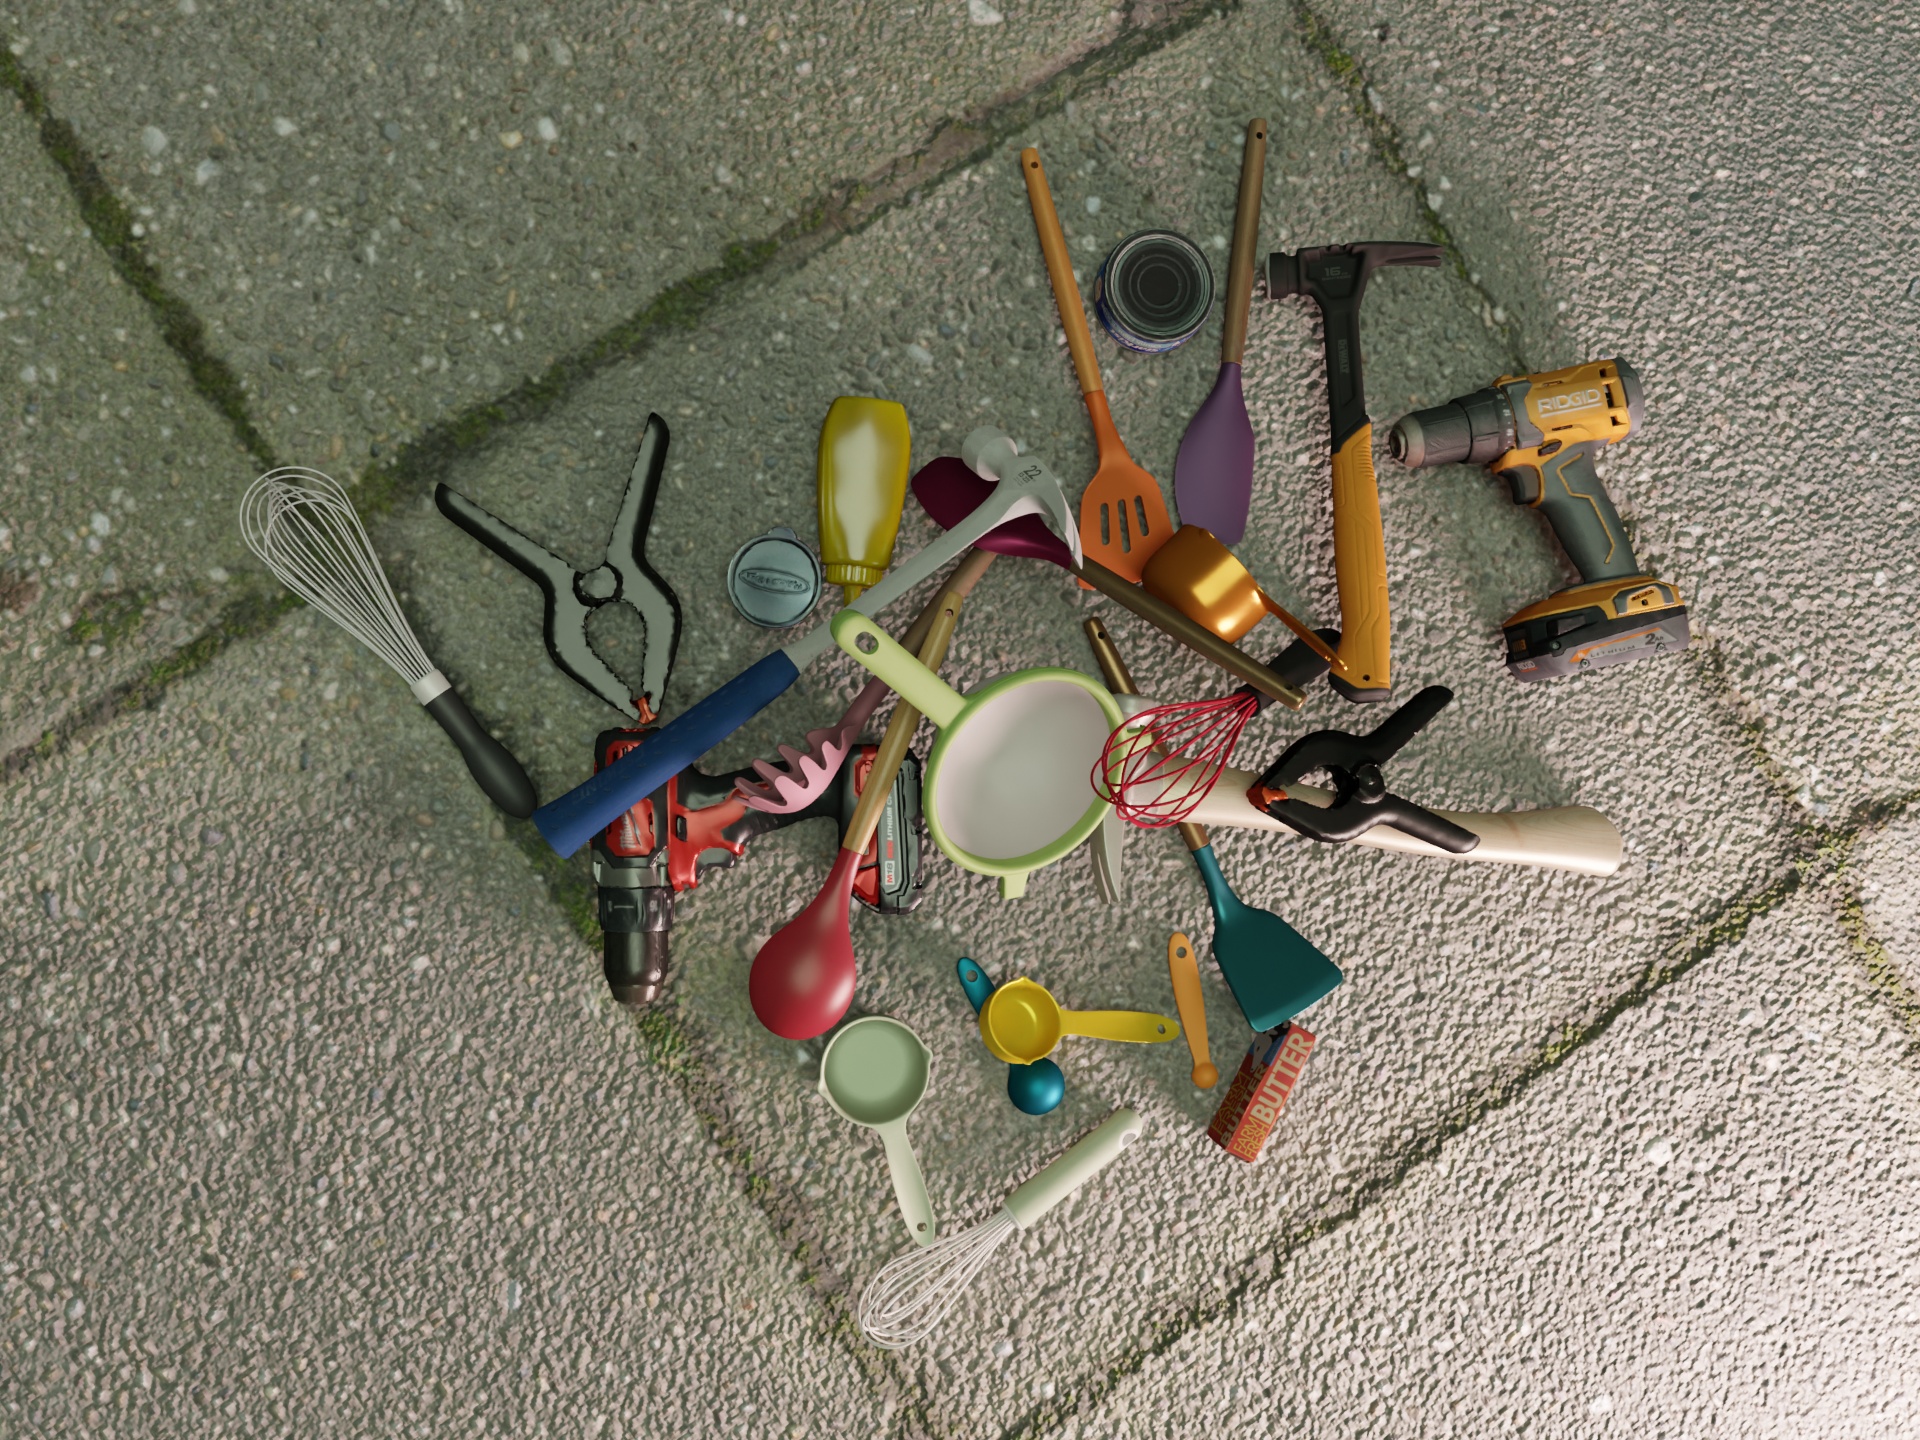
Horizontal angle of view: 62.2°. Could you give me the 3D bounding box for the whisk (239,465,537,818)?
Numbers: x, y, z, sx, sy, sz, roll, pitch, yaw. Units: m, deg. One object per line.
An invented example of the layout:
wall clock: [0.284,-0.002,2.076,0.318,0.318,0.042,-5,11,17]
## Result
whisk: [-0.376,-0.049,1.071,0.070,0.070,0.284,-37,99,-7]

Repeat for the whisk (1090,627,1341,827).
whisk: [0.186,-0.004,1.084,0.296,0.073,0.073,-31,94,-42]

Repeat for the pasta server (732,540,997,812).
pasta server: [-0.042,-0.051,1.079,0.040,0.060,0.316,50,61,-24]

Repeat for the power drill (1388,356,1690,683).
power drill: [0.426,-0.145,1.174,0.185,0.084,0.226,-12,87,-6]

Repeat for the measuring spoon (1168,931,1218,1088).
measuring spoon: [0.170,0.212,1.161,0.021,0.011,0.117,-11,90,-8]

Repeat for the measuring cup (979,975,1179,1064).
measuring cup: [0.085,0.220,1.140,0.156,0.029,0.062,9,66,-24]

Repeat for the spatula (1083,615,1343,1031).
spatula: [0.168,0.067,1.149,0.082,0.044,0.317,-27,91,-17]

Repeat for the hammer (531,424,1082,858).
hammer: [-0.100,-0.043,1.035,0.405,0.144,0.035,-37,136,-6]

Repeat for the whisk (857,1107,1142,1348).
whisk: [0.030,0.355,1.125,0.246,0.059,0.057,-35,135,-11]

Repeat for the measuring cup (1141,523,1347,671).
measuring cup: [0.192,-0.067,1.103,0.052,0.095,0.174,-41,49,-4]

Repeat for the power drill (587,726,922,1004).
power drill: [-0.141,0.098,1.090,0.226,0.080,0.188,0,88,-5]

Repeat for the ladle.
ladle: [-0.060,0.062,1.046,0.069,0.031,0.315,22,86,-5]

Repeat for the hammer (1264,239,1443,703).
hammer: [0.289,-0.180,1.140,0.127,0.034,0.337,-3,82,11]

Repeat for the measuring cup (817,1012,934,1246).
measuring cup: [-0.049,0.286,1.117,0.083,0.038,0.167,-17,93,-8]

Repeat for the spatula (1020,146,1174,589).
spatula: [0.088,-0.258,1.157,0.081,0.041,0.322,-14,87,-9]

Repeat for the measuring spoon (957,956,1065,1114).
measuring spoon: [0.034,0.226,1.136,0.042,0.021,0.128,-31,93,-7]

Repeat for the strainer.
strainer: [-0.002,-0.003,1.030,0.151,0.069,0.256,-50,125,2]

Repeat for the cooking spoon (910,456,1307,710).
cooking spoon: [0.100,-0.097,1.096,0.319,0.017,0.069,34,57,16]

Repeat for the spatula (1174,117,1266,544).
spatula: [0.200,-0.288,1.174,0.059,0.018,0.316,7,89,-8]

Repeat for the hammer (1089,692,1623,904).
hammer: [0.291,0.082,1.148,0.410,0.038,0.146,9,78,-13]
